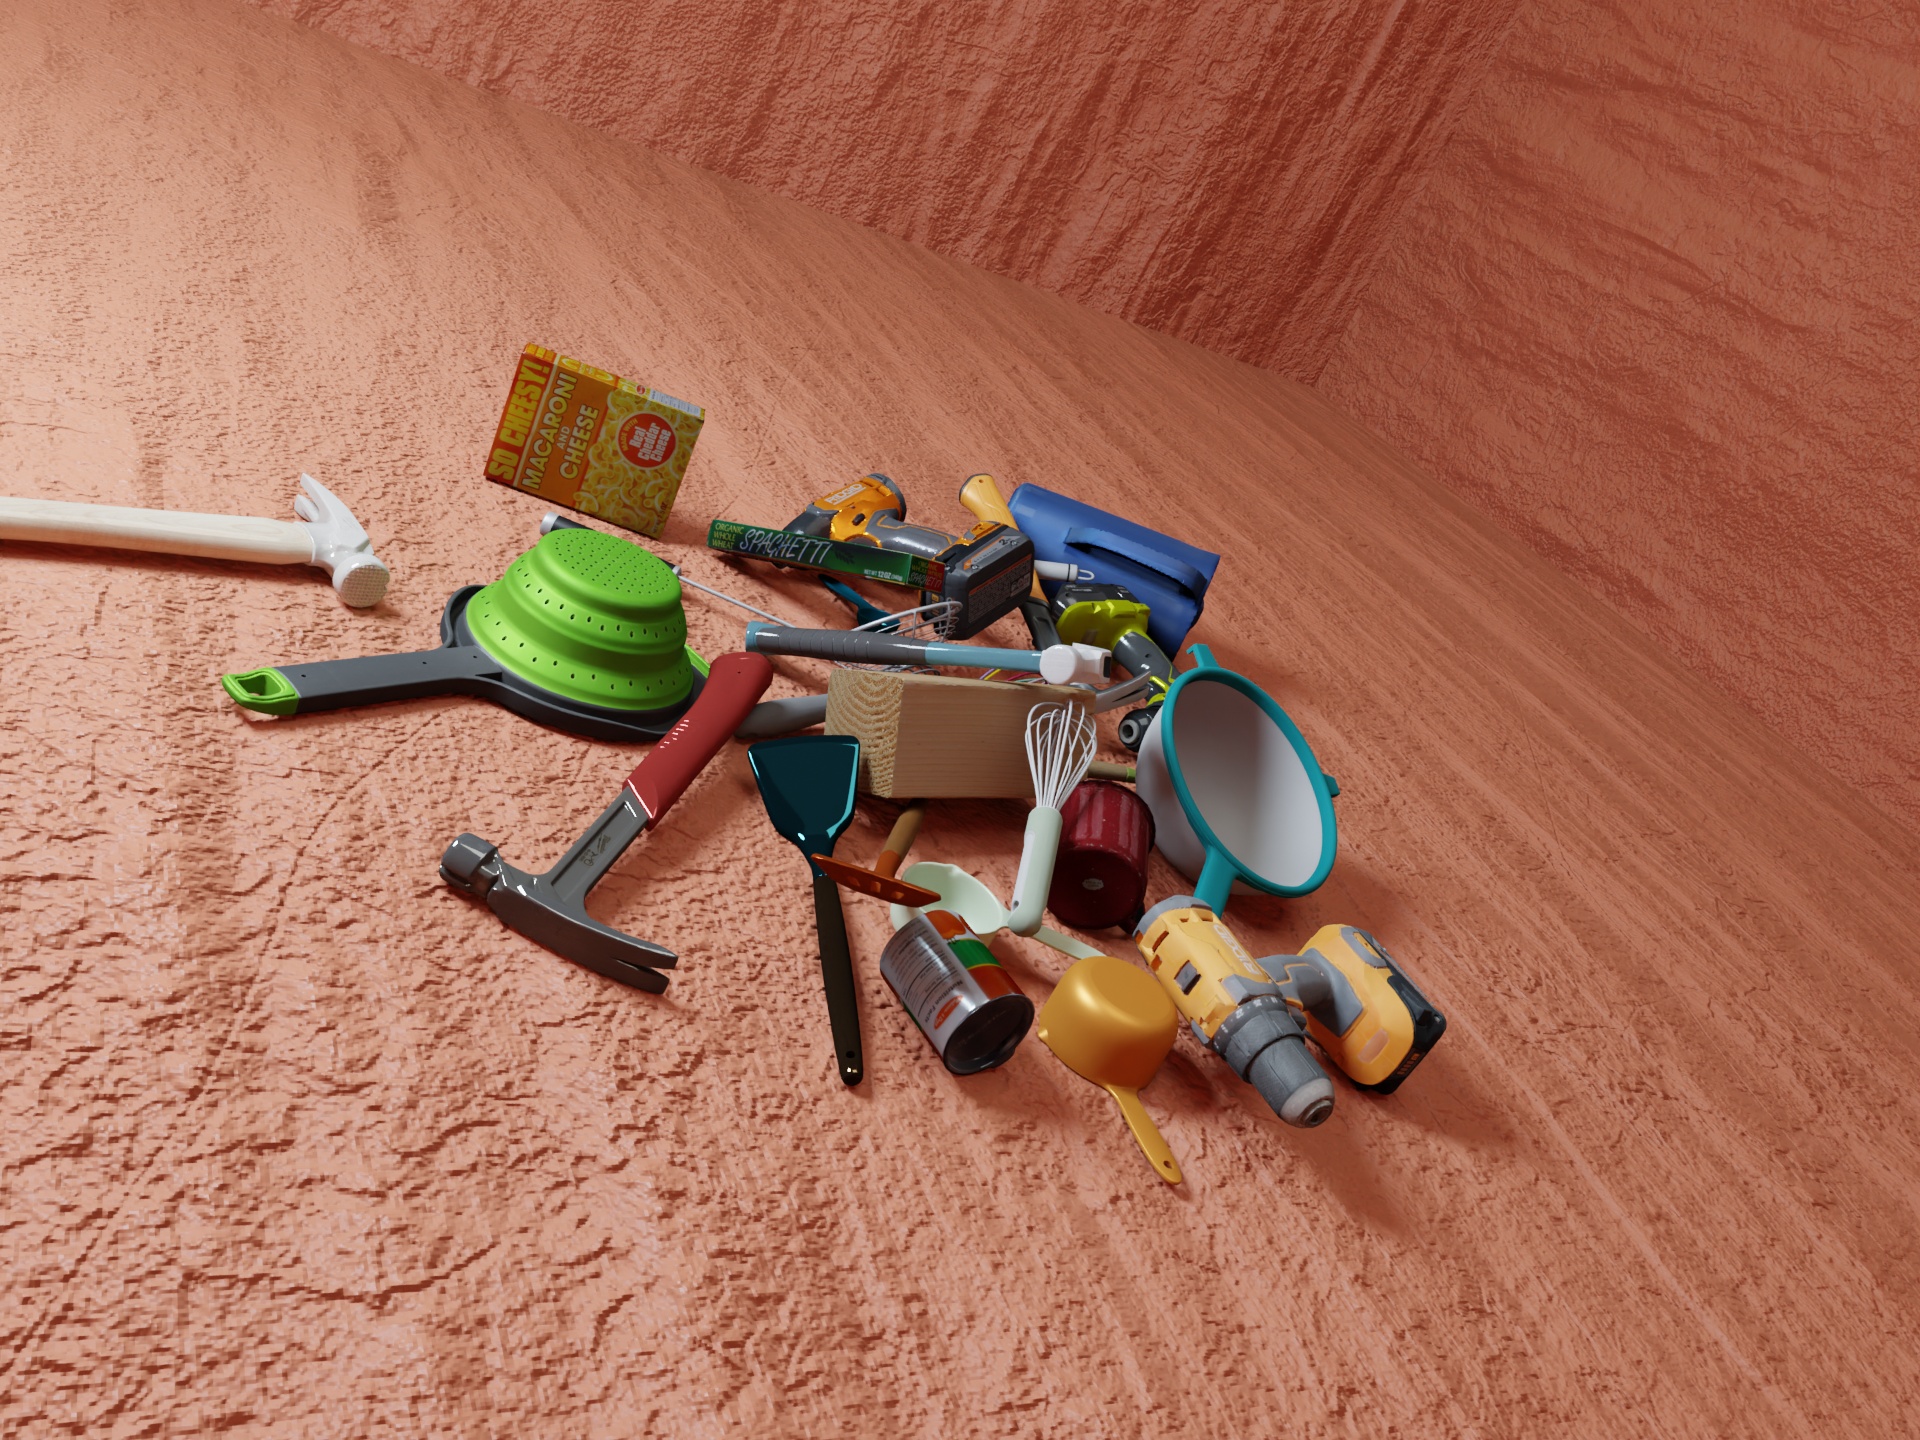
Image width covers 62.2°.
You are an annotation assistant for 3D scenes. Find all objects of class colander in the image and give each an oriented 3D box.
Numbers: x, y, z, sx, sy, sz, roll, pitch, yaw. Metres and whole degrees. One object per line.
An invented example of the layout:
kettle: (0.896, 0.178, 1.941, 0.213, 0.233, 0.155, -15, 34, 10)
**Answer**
colander: (-0.320, -0.069, 1.121, 0.205, 0.094, 0.397, 38, 27, 24)

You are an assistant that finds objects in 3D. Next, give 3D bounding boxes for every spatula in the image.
spatula: (-0.089, 0.115, 1.048, 0.082, 0.044, 0.318, -5, 33, -9)
spatula: (-0.041, 0.081, 1.084, 0.081, 0.041, 0.323, 18, 11, 2)

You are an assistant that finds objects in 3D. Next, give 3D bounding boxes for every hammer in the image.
hammer: (-0.192, 0.043, 1.067, 0.149, 0.036, 0.359, 27, 29, 2)
hammer: (-0.034, -0.055, 1.271, 0.331, 0.033, 0.128, 6, 3, 27)
hammer: (0.072, -0.131, 1.566, 0.127, 0.034, 0.337, -13, 49, -10)
hammer: (-0.599, -0.135, 1.047, 0.410, 0.038, 0.146, 0, 34, -45)

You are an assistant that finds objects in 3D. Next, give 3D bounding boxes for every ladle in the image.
ladle: (0.125, 0.032, 1.413, 0.320, 0.062, 0.078, 9, 3, -28)

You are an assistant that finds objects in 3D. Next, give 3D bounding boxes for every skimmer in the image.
skimmer: (-0.181, -0.129, 1.386, 0.363, 0.090, 0.127, 23, -6, -3)

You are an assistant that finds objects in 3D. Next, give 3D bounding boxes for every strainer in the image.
strainer: (0.010, -0.161, 1.637, 0.258, 0.050, 0.087, 7, 36, -2)
strainer: (0.197, 0.105, 1.310, 0.211, 0.095, 0.341, 44, 42, -14)

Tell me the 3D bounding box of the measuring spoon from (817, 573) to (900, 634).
measuring spoon: (-0.103, -0.108, 1.518, 0.042, 0.021, 0.129, 1, 25, -39)

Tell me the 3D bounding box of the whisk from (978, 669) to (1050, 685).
whisk: (-0.001, -0.002, 1.339, 0.051, 0.047, 0.245, 27, 33, 35)

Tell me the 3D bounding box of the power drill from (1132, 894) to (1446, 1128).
power drill: (0.246, 0.211, 1.119, 0.226, 0.084, 0.186, 15, 27, -40)

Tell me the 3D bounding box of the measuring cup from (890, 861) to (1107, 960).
measuring cup: (0.029, 0.152, 1.101, 0.167, 0.038, 0.083, 24, 24, -11)

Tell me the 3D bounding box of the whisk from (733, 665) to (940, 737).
whisk: (-0.096, -0.012, 1.294, 0.055, 0.055, 0.239, 41, 32, 28)

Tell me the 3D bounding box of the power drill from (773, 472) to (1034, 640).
power drill: (-0.062, -0.156, 1.514, 0.227, 0.084, 0.164, 26, 42, 30)

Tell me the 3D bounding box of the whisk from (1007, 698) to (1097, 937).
whisk: (0.063, 0.066, 1.158, 0.059, 0.057, 0.247, 25, 39, -7)

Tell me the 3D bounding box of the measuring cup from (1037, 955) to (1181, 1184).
measuring cup: (0.115, 0.220, 1.030, 0.095, 0.052, 0.174, 14, 25, -27)

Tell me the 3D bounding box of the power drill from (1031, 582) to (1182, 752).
power drill: (0.177, -0.042, 1.588, 0.190, 0.080, 0.229, -2, 40, -45)
